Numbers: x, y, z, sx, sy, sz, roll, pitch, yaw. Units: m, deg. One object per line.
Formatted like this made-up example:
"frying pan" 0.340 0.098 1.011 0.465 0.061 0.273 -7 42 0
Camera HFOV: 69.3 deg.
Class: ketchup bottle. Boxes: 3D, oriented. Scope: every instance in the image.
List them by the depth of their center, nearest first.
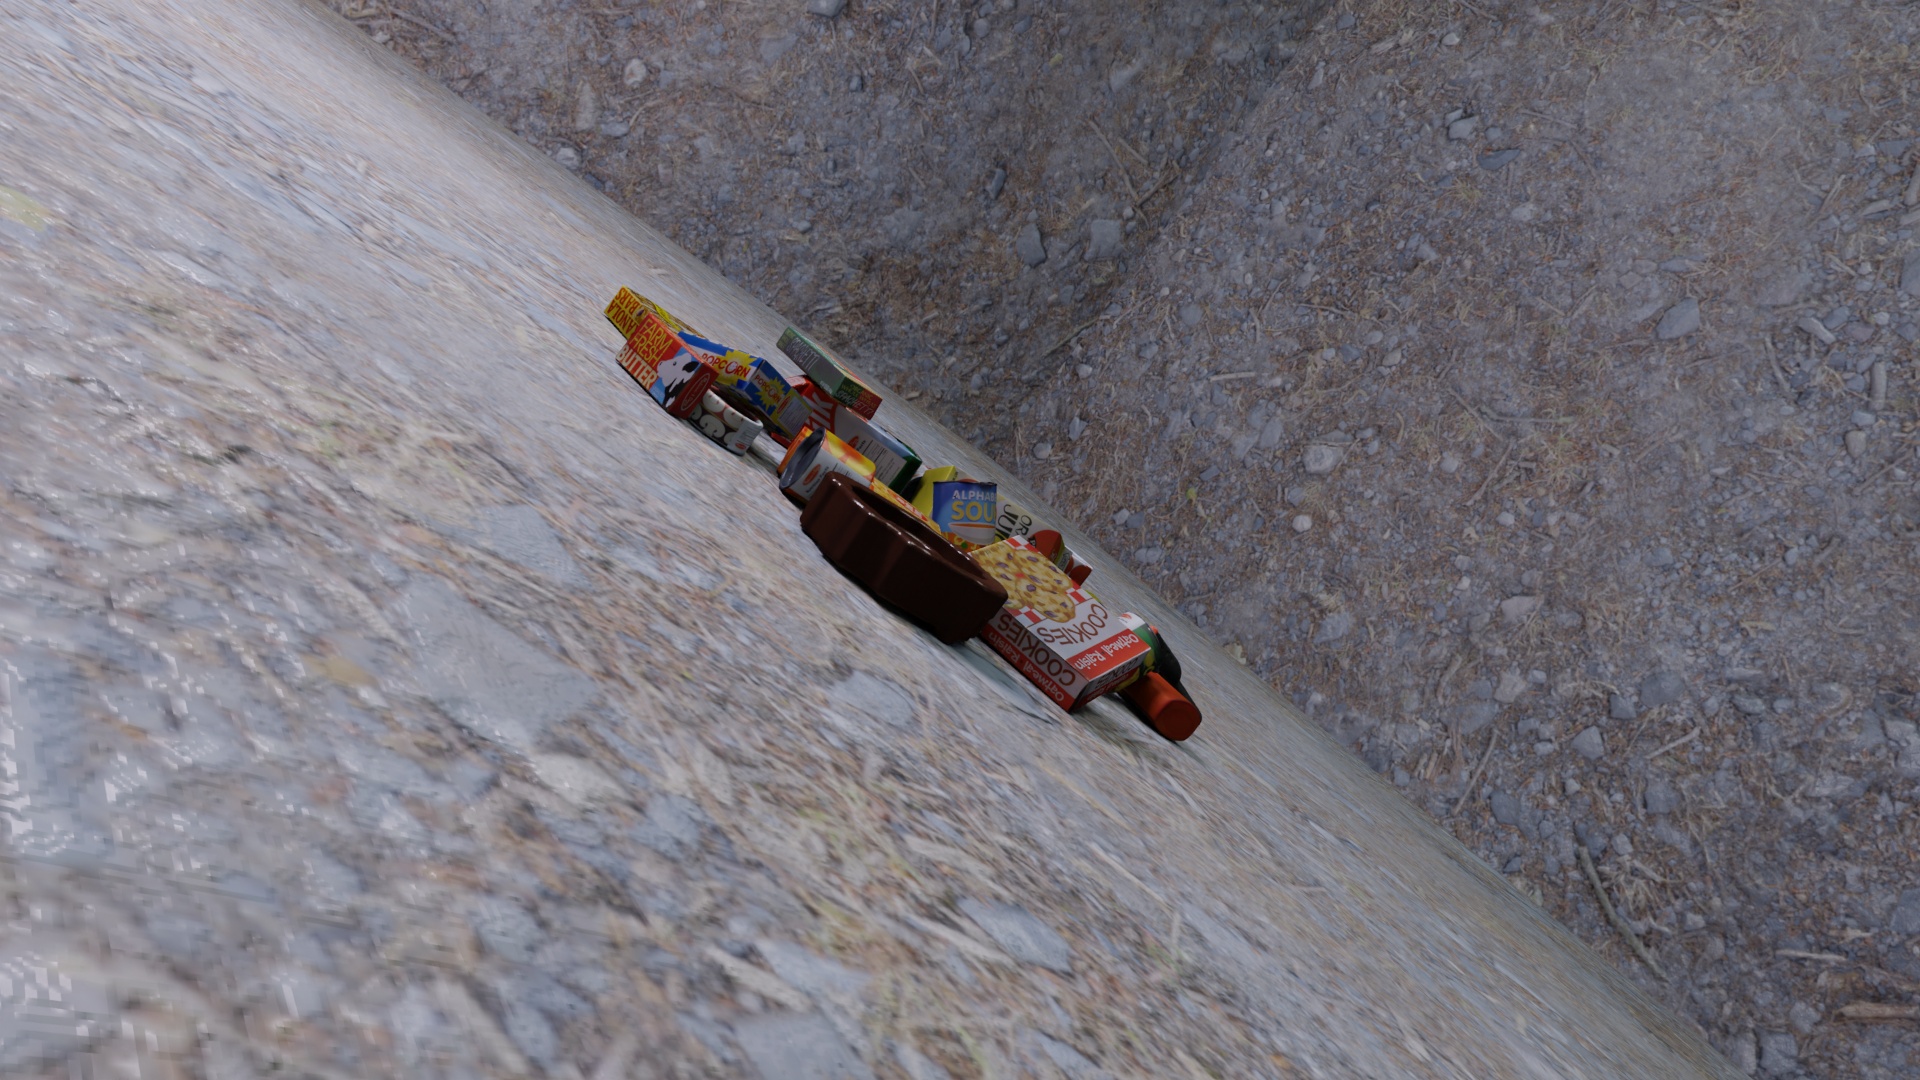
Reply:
"ketchup bottle" 0.191 0.153 1.473 0.064 0.043 0.149 37 5 -36

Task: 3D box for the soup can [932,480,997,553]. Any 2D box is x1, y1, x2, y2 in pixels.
"soup can" 0.005 -0.018 1.416 0.071 0.083 0.071 2 -2 0

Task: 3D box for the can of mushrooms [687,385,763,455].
"can of mushrooms" -0.211 -0.109 1.229 0.071 0.033 0.071 37 7 -5

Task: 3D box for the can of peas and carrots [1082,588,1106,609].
"can of peas and carrots" 0.130 0.089 1.502 0.071 0.071 0.059 36 5 -8

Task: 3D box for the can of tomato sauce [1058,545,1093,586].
"can of tomato sauce" 0.104 0.047 1.602 0.071 0.083 0.071 37 6 -4

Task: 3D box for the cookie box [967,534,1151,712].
"cookie box" 0.073 0.071 1.239 0.168 0.040 0.123 41 29 20

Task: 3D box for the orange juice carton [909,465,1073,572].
"orange juice carton" 0.037 -0.003 1.516 0.192 0.072 0.073 32 -15 -23

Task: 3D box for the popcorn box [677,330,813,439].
"popcorn box" -0.210 -0.146 1.296 0.127 0.038 0.085 22 -16 37

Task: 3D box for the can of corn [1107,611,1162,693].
"can of corn" 0.164 0.117 1.417 0.071 0.058 0.070 48 -26 33

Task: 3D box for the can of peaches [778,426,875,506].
"can of peaches" -0.116 -0.058 1.216 0.058 0.071 0.071 35 6 -21

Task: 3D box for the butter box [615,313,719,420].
"butter box" -0.256 -0.152 1.209 0.104 0.053 0.024 41 5 38

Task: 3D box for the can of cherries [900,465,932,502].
"can of cherries" -0.044 -0.045 1.562 0.071 0.071 0.058 35 5 -20

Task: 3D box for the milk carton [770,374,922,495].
"milk carton" -0.141 -0.116 1.495 0.190 0.073 0.072 35 5 -17

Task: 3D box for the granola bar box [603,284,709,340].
"granola bar box" -0.282 -0.191 1.426 0.124 0.039 0.166 31 8 -44

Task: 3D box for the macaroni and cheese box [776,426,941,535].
"macaroni and cheese box" -0.095 -0.039 1.324 0.166 0.040 0.124 36 6 -9

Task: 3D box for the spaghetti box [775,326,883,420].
"spaghetti box" -0.145 -0.183 1.491 0.050 0.028 0.251 31 6 -28
